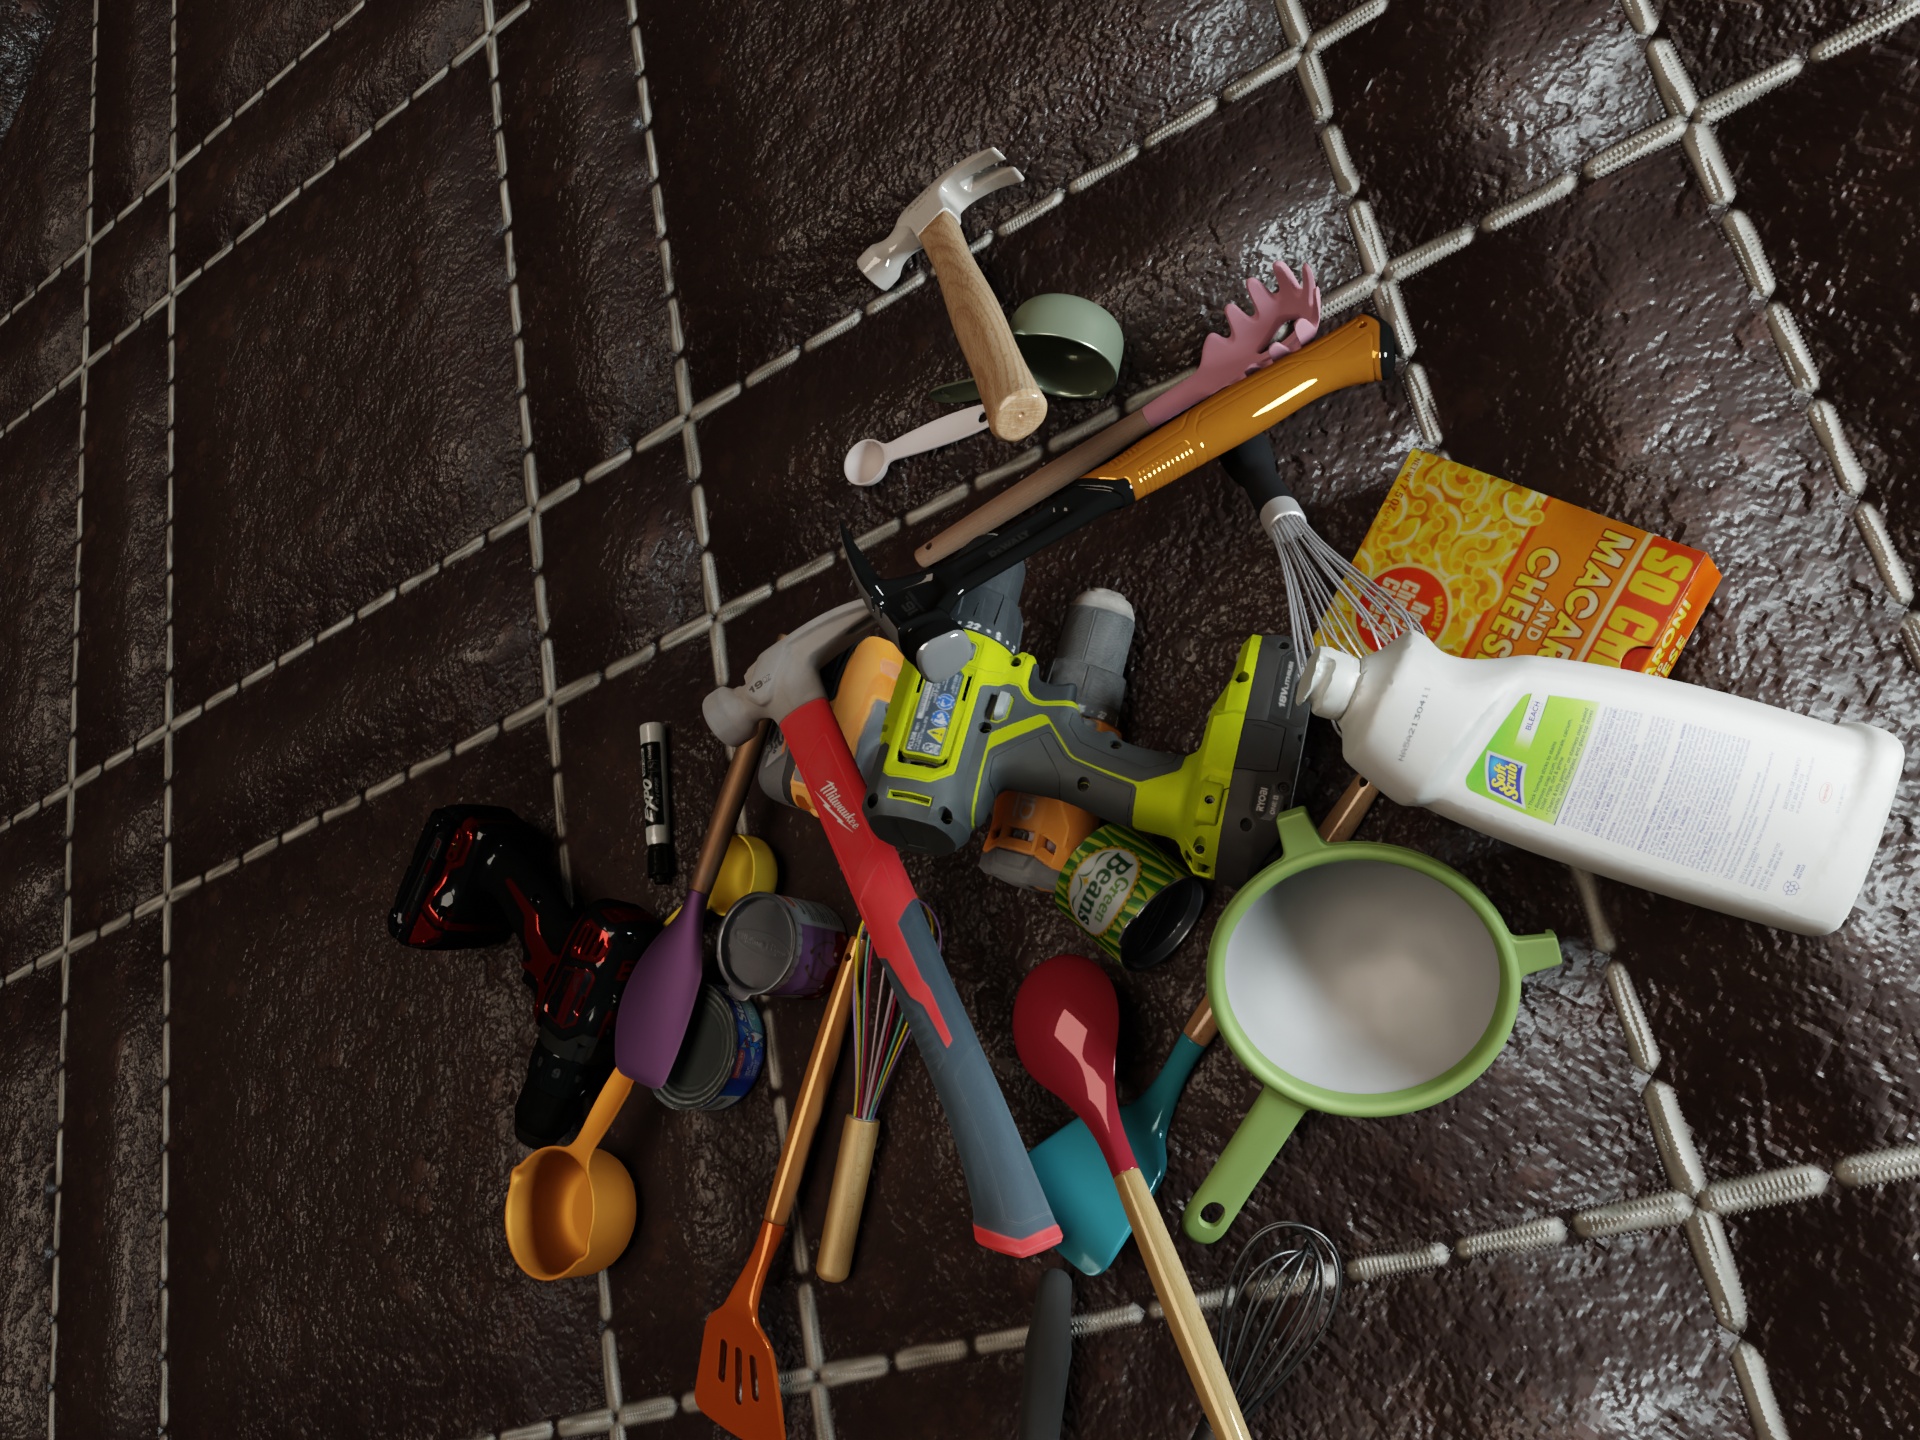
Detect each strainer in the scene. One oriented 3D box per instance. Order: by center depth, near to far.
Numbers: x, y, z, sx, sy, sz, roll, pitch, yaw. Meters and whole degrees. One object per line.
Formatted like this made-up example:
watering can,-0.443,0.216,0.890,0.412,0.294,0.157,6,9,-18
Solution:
strainer,0.182,0.164,0.831,0.151,0.069,0.256,26,114,2

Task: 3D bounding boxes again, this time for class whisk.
whisk,0.131,0.364,0.819,0.055,0.055,0.239,27,98,37
whisk,0.035,0.450,0.855,0.073,0.073,0.296,-4,70,34
whisk,0.183,-0.090,0.856,0.070,0.070,0.285,-39,37,20
whisk,-0.060,0.226,0.992,0.051,0.047,0.245,9,86,35

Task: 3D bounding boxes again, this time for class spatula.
spatula,0.139,0.154,0.871,0.082,0.044,0.317,37,99,37
spatula,-0.106,0.297,1.018,0.081,0.041,0.323,10,79,37
spatula,-0.169,0.091,1.075,0.060,0.018,0.316,16,84,30

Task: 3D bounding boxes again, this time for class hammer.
hammer,0.096,-0.142,0.894,0.337,0.034,0.127,-30,46,-8
hammer,-0.023,0.113,0.914,0.143,0.038,0.387,-32,68,17
hammer,0.007,-0.271,1.010,0.130,0.031,0.332,-42,35,20

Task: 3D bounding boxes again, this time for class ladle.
ladle,0.096,0.262,0.830,0.069,0.031,0.316,-35,59,20

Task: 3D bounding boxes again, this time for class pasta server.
pasta server,0.091,-0.180,0.999,0.316,0.040,0.060,-29,50,27

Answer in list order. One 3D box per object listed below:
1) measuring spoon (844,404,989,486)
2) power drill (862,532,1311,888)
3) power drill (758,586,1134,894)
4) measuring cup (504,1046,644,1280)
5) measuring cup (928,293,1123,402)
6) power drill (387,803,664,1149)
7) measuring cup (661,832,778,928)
measuring spoon,-0.024,-0.191,1.099,0.124,0.018,0.034,-17,68,23
power drill,0.074,-0.006,0.879,0.228,0.080,0.191,11,65,13
power drill,-0.002,-0.003,0.992,0.226,0.084,0.185,12,83,32
measuring cup,-0.245,0.302,1.095,0.095,0.052,0.173,31,94,36
measuring cup,0.037,-0.239,1.042,0.168,0.083,0.038,-1,68,50
power drill,-0.323,0.182,1.164,0.227,0.080,0.188,32,102,34
measuring cup,-0.179,0.136,1.115,0.156,0.029,0.062,-45,53,31
